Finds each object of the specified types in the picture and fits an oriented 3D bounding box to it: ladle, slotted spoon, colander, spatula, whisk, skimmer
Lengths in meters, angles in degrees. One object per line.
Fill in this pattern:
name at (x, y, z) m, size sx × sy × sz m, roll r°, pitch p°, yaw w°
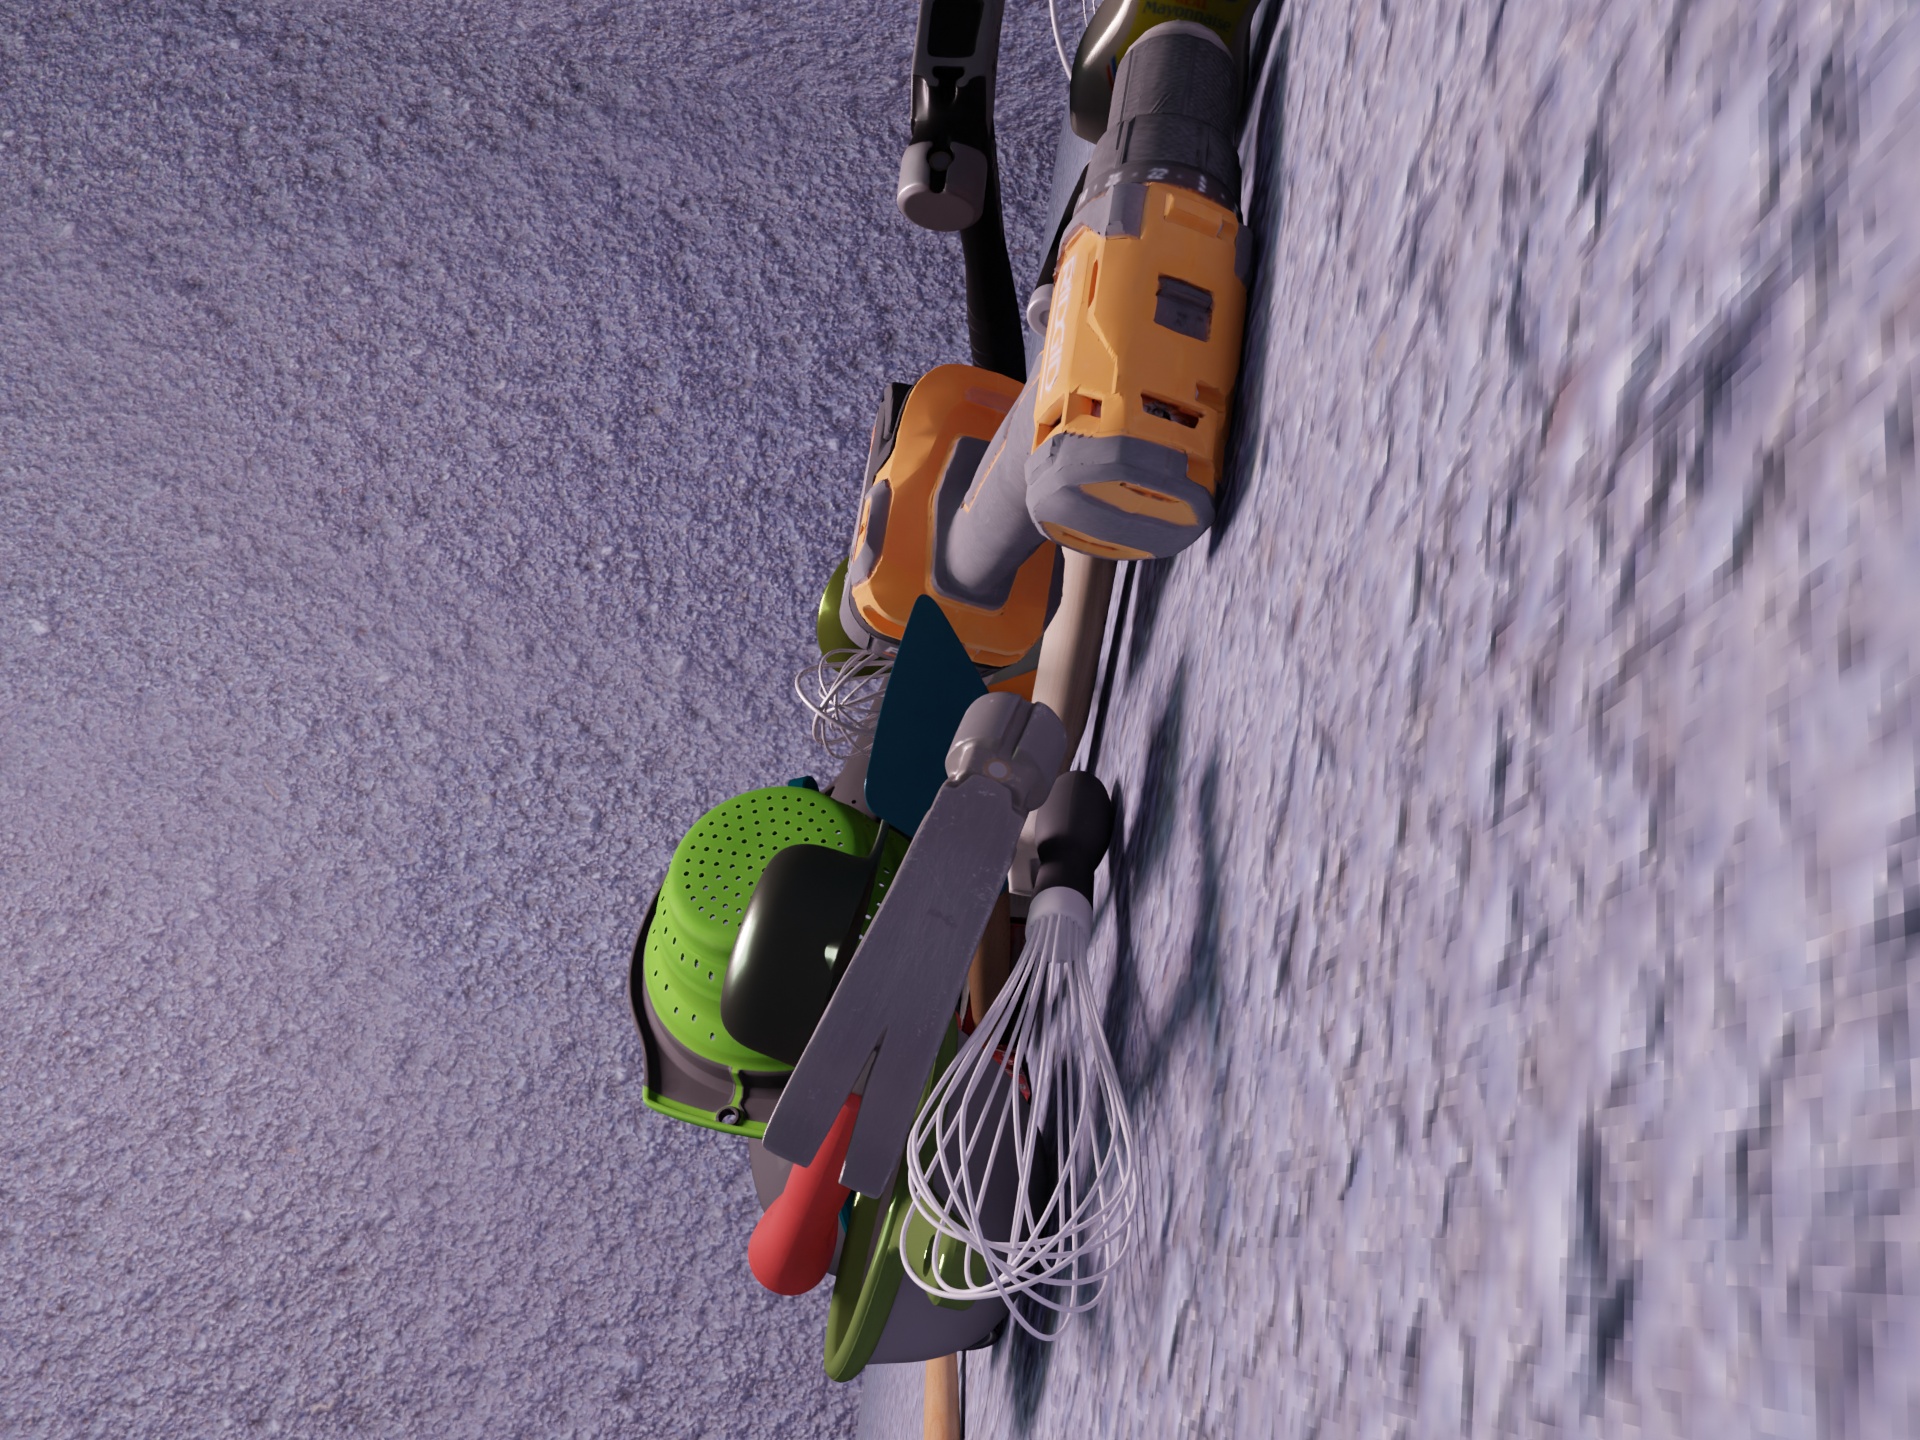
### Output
ladle at (-0.039, -0.093, 0.974) m, size 0.320 × 0.062 × 0.078 m, roll -84°, pitch 6°, yaw -74°
slotted spoon at (-0.010, 0.352, 0.868) m, size 0.314 × 0.031 × 0.070 m, roll -92°, pitch 15°, yaw -77°
colander at (-0.074, 0.044, 0.933) m, size 0.094 × 0.204 × 0.397 m, roll 77°, pitch -153°, yaw -47°
spatula at (0.001, 0.072, 0.644) m, size 0.317 × 0.044 × 0.082 m, roll 88°, pitch -166°, yaw -60°
whisk at (0.001, -0.026, 0.775) m, size 0.246 × 0.059 × 0.057 m, roll -20°, pitch -41°, yaw -59°
whisk at (0.029, 0.083, 0.519) m, size 0.285 × 0.070 × 0.070 m, roll -73°, pitch -7°, yaw -64°
skimmer at (0.053, -0.311, 0.802) m, size 0.127 × 0.090 × 0.364 m, roll 103°, pitch -176°, yaw -50°

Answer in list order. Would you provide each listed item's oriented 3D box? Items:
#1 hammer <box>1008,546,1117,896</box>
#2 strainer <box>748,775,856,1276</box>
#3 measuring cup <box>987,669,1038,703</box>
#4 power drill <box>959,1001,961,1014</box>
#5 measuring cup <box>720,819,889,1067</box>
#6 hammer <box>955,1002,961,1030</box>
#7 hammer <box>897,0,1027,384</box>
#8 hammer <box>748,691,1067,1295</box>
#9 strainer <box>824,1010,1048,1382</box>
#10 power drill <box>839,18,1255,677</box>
hammer at (0.068, -0.124, 0.684) m, size 0.146 × 0.038 × 0.410 m, roll -90°, pitch 10°, yaw -74°
strainer at (-0.097, 0.209, 1.035) m, size 0.211 × 0.095 × 0.340 m, roll -22°, pitch -81°, yaw -74°
measuring cup at (0.032, -0.063, 1.107) m, size 0.174 × 0.052 × 0.095 m, roll -85°, pitch 19°, yaw -57°
power drill at (-0.006, 0.166, 1.014) m, size 0.227 × 0.080 × 0.187 m, roll -78°, pitch -1°, yaw -52°
measuring cup at (-0.045, 0.038, 0.565) m, size 0.083 × 0.038 × 0.168 m, roll 100°, pitch -174°, yaw -75°
hammer at (-0.001, -0.003, 0.880) m, size 0.143 × 0.038 × 0.387 m, roll 101°, pitch 176°, yaw -47°
hammer at (0.013, -0.216, 0.742) m, size 0.334 × 0.035 × 0.146 m, roll 71°, pitch -156°, yaw -74°
hammer at (-0.042, 0.144, 0.546) m, size 0.358 × 0.037 × 0.149 m, roll 111°, pitch -176°, yaw -53°
strainer at (0.005, 0.185, 0.585) m, size 0.256 × 0.069 × 0.151 m, roll 134°, pitch 153°, yaw -78°
power drill at (0.033, -0.124, 0.582) m, size 0.226 × 0.084 × 0.185 m, roll 145°, pitch 137°, yaw -64°
